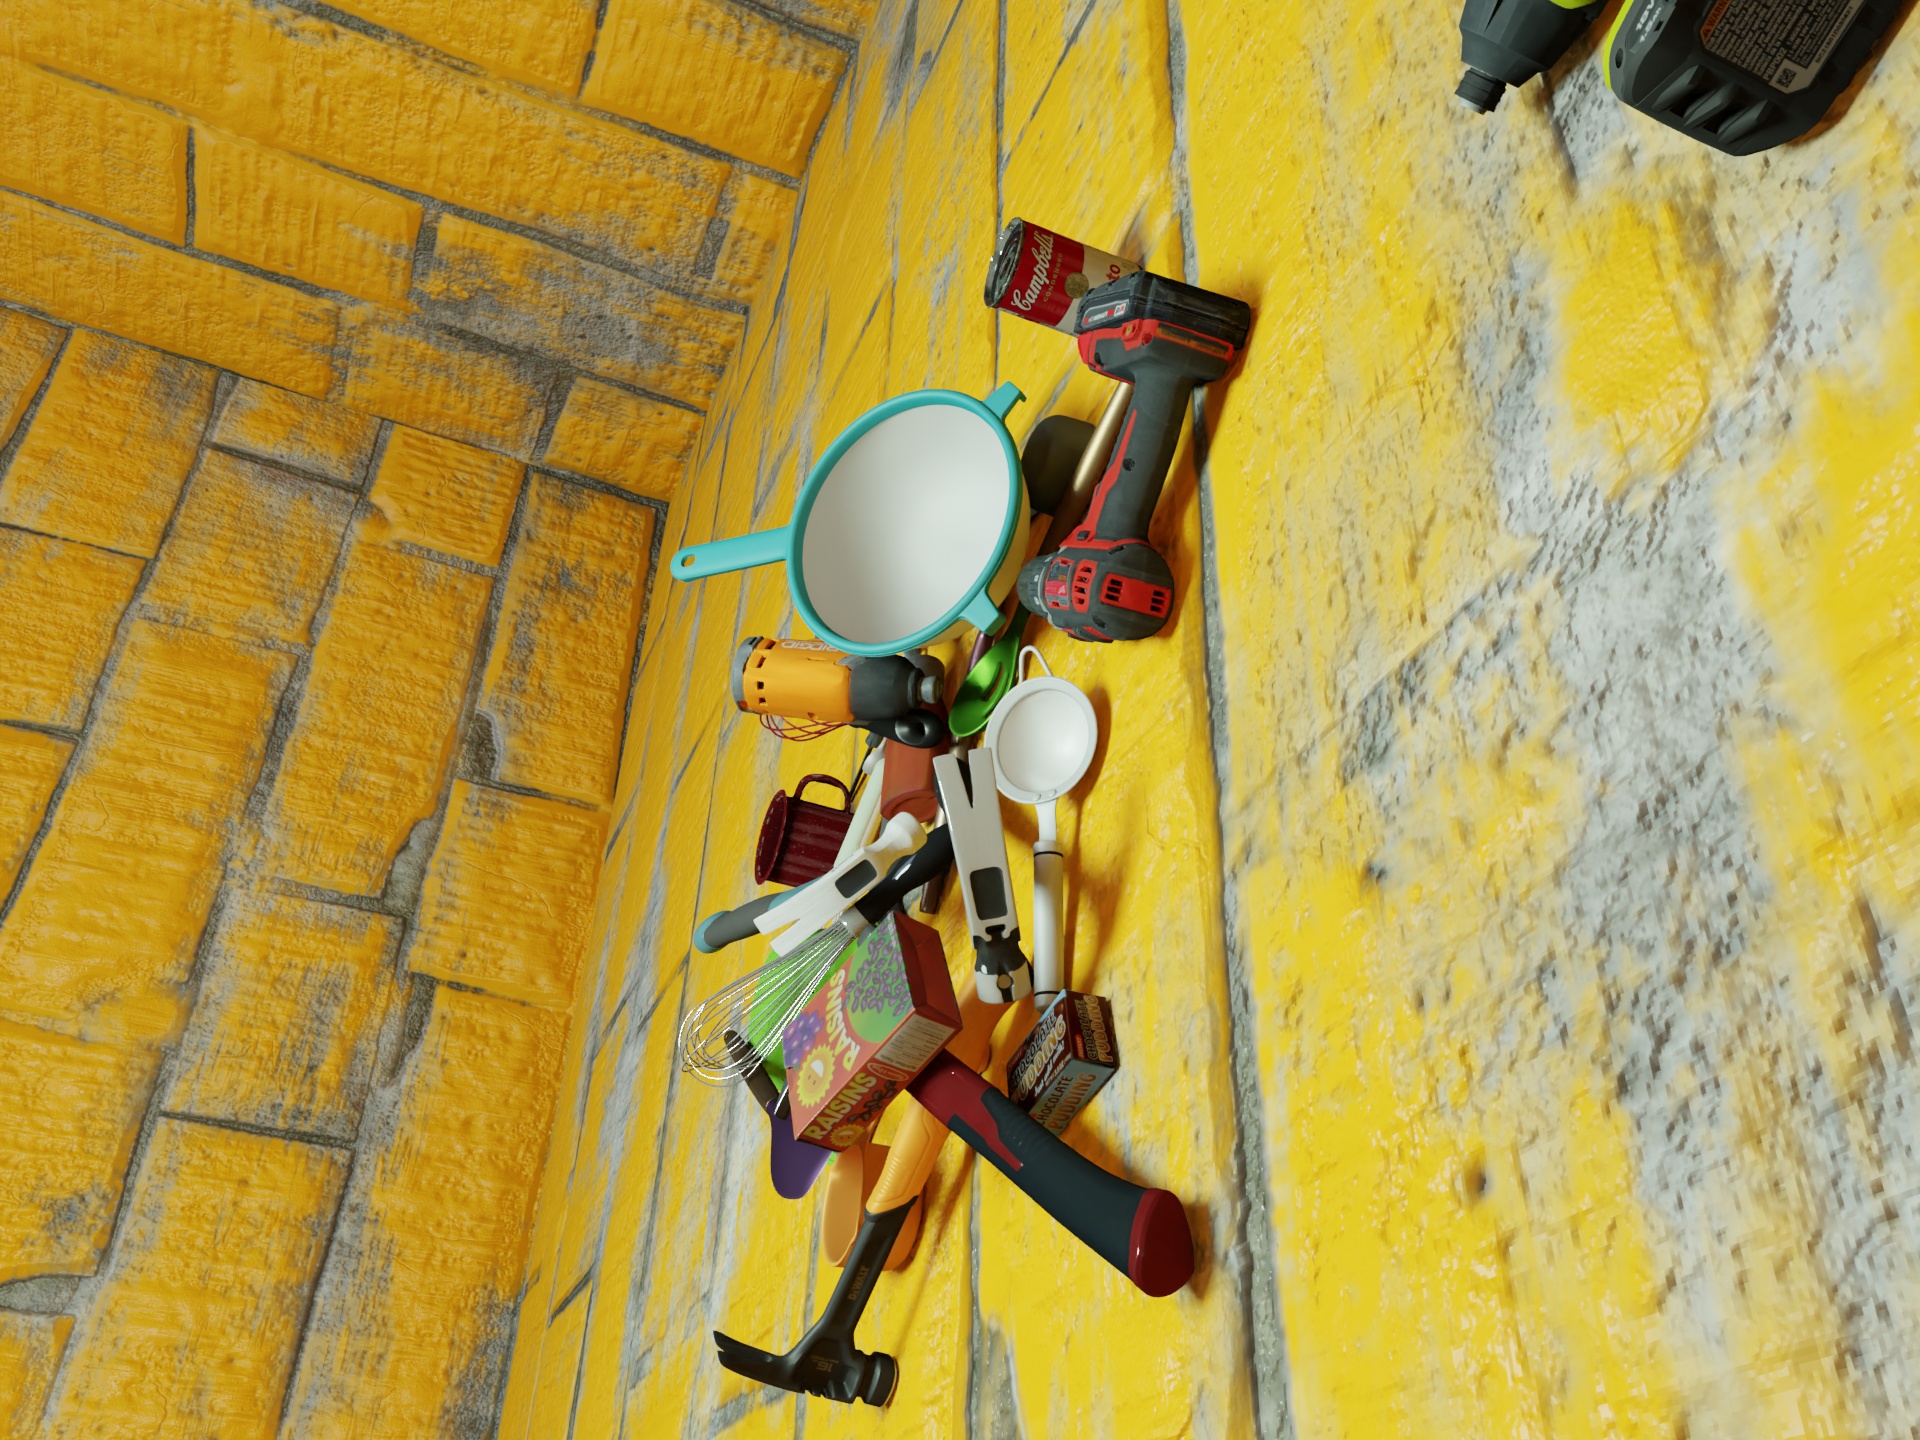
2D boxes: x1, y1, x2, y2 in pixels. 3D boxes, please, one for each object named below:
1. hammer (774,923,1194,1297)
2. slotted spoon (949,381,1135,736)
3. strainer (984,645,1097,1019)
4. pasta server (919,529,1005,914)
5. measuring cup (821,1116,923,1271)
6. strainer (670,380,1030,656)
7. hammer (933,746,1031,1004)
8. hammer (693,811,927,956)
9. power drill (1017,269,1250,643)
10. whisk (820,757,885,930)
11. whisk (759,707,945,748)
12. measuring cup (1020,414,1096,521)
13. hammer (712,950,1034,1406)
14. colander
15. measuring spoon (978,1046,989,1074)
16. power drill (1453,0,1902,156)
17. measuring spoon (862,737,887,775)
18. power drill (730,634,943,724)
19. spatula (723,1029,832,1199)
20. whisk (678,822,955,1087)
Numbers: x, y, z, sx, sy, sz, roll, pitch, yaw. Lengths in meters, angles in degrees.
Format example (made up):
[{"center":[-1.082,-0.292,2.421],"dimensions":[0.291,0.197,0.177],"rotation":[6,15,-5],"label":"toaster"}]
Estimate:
[{"center":[0.001,0.237,0.910],"dimensions":[0.143,0.038,0.386],"rotation":[-62,29,-4],"label":"hammer"},{"center":[0.067,-0.121,1.173],"dimensions":[0.313,0.031,0.070],"rotation":[-65,26,21],"label":"slotted spoon"},{"center":[0.056,0.077,1.020],"dimensions":[0.087,0.050,0.259],"rotation":[-15,62,32],"label":"strainer"},{"center":[-0.002,-0.004,1.265],"dimensions":[0.060,0.040,0.316],"rotation":[85,-164,-82],"label":"pasta server"},{"center":[-0.047,0.306,1.125],"dimensions":[0.095,0.052,0.173],"rotation":[-143,71,-71],"label":"measuring cup"},{"center":[-0.076,-0.131,1.241],"dimensions":[0.340,0.095,0.211],"rotation":[-6,70,35],"label":"strainer"},{"center":[0.004,0.068,1.074],"dimensions":[0.335,0.035,0.146],"rotation":[-112,12,-80],"label":"hammer"},{"center":[-0.144,0.149,1.266],"dimensions":[0.128,0.033,0.331],"rotation":[-38,5,-30],"label":"hammer"},{"center":[0.099,-0.163,1.039],"dimensions":[0.188,0.080,0.226],"rotation":[-158,80,-72],"label":"power drill"},{"center":[-0.107,0.145,1.457],"dimensions":[0.059,0.057,0.246],"rotation":[33,107,35],"label":"whisk"},{"center":[-0.097,-0.007,1.351],"dimensions":[0.296,0.073,0.073],"rotation":[11,86,56],"label":"whisk"},{"center":[0.052,-0.180,1.242],"dimensions":[0.167,0.038,0.083],"rotation":[144,138,-60],"label":"measuring cup"},{"center":[-0.043,0.293,1.044],"dimensions":[0.337,0.127,0.034],"rotation":[-66,20,8],"label":"hammer"},{"center":[-0.104,0.166,1.337],"dimensions":[0.204,0.094,0.397],"rotation":[150,132,-66],"label":"colander"},{"center":[-0.007,0.264,1.098],"dimensions":[0.021,0.011,0.116],"rotation":[-100,31,-53],"label":"measuring spoon"},{"center":[0.276,-0.309,0.628],"dimensions":[0.223,0.080,0.171],"rotation":[-98,30,-59],"label":"power drill"},{"center":[-0.051,0.007,1.434],"dimensions":[0.018,0.034,0.124],"rotation":[46,123,21],"label":"measuring spoon"},{"center":[-0.071,-0.068,1.301],"dimensions":[0.227,0.164,0.084],"rotation":[-59,-29,-57],"label":"power drill"},{"center":[-0.144,0.282,1.185],"dimensions":[0.060,0.018,0.316],"rotation":[-58,19,-5],"label":"spatula"},{"center":[-0.104,0.175,1.222],"dimensions":[0.284,0.070,0.070],"rotation":[-41,20,-2],"label":"whisk"}]
